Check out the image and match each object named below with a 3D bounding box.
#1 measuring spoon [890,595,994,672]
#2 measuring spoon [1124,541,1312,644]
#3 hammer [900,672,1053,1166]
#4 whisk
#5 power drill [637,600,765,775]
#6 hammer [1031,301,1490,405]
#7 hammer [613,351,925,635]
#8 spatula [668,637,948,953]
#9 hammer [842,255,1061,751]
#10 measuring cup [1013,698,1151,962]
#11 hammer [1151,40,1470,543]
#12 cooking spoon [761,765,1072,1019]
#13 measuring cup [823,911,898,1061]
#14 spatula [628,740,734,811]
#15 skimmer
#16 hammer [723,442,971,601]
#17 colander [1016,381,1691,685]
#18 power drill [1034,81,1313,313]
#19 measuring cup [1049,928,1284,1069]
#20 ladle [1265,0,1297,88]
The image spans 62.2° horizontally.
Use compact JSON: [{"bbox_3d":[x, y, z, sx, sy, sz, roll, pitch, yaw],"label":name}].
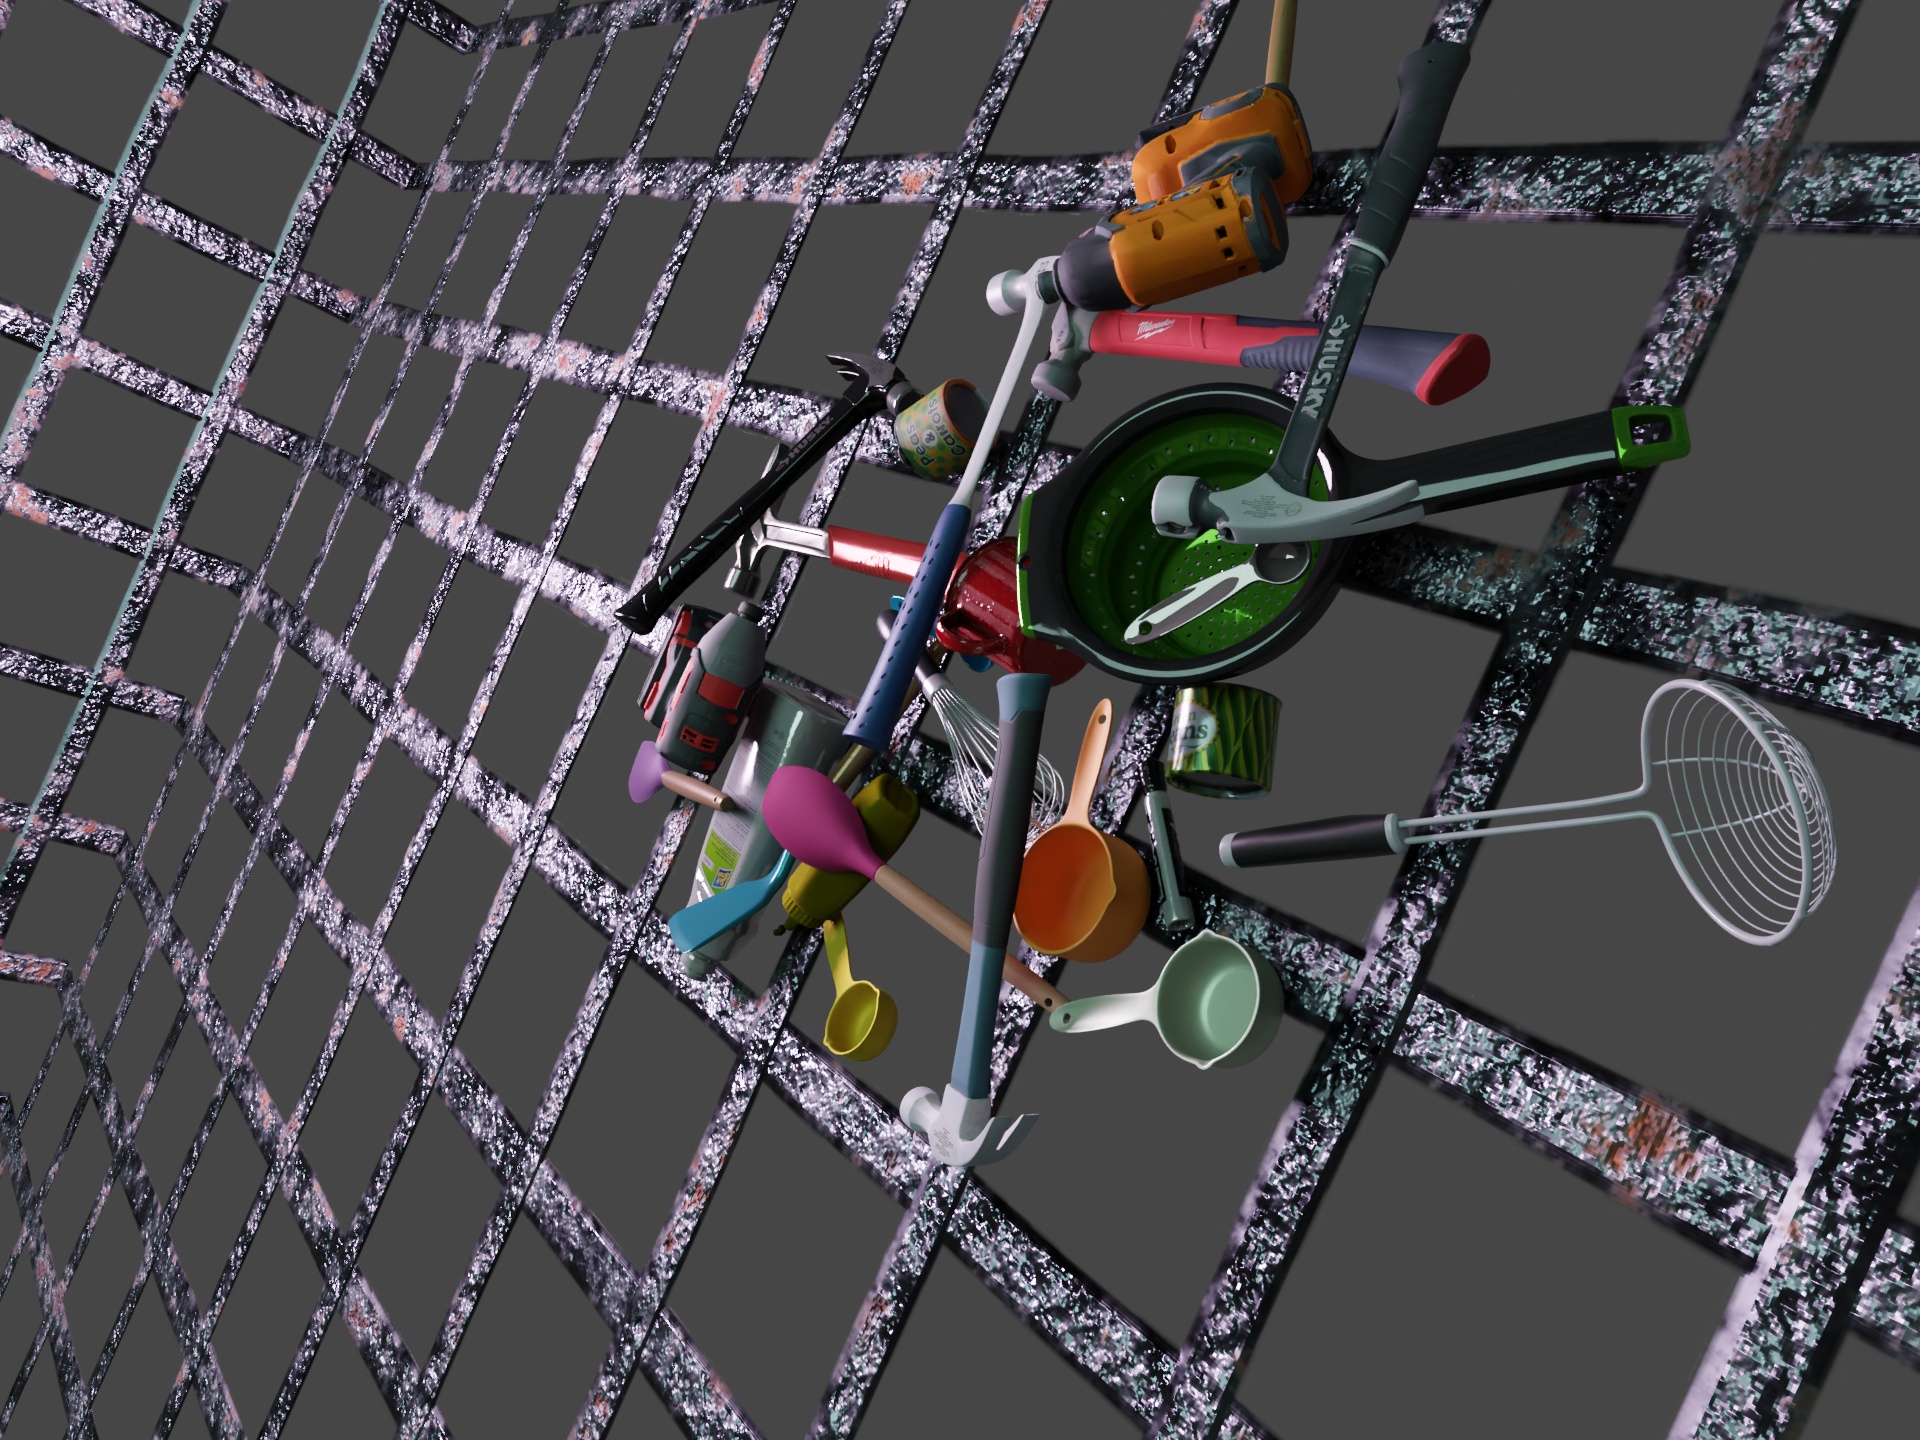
[{"bbox_3d":[-0.010,-0.075,1.242,0.129,0.021,0.042,31,130,43],"label":"measuring spoon"},{"bbox_3d":[0.151,-0.074,0.933,0.124,0.018,0.034,-28,63,25],"label":"measuring spoon"},{"bbox_3d":[0.020,0.131,1.034,0.128,0.033,0.331,20,104,60],"label":"hammer"},{"bbox_3d":[-0.002,-0.004,1.170,0.070,0.070,0.285,-53,43,16],"label":"whisk"},{"bbox_3d":[-0.214,-0.038,1.358,0.143,0.078,0.220,-66,16,1],"label":"power drill"},{"bbox_3d":[0.203,-0.277,1.104,0.387,0.038,0.143,22,88,51],"label":"hammer"},{"bbox_3d":[-0.182,-0.200,1.419,0.335,0.035,0.146,-44,40,1],"label":"hammer"},{"bbox_3d":[-0.113,0.056,1.250,0.317,0.044,0.082,-53,22,-2],"label":"spatula"},{"bbox_3d":[0.005,-0.169,1.193,0.144,0.035,0.405,5,71,58],"label":"hammer"},{"bbox_3d":[0.092,0.075,1.048,0.095,0.052,0.174,-2,69,48],"label":"measuring cup"},{"bbox_3d":[0.249,-0.272,0.970,0.149,0.036,0.409,9,62,30],"label":"hammer"},{"bbox_3d":[-0.039,0.121,1.133,0.319,0.017,0.068,32,106,34],"label":"cooking spoon"},{"bbox_3d":[-0.080,0.195,1.208,0.062,0.029,0.157,-45,32,17],"label":"measuring cup"},{"bbox_3d":[-0.253,0.057,1.416,0.316,0.018,0.060,9,80,65],"label":"spatula"},{"bbox_3d":[0.266,0.060,0.829,0.363,0.090,0.127,-12,95,47],"label":"skimmer"},{"bbox_3d":[-0.085,-0.154,1.366,0.359,0.036,0.149,18,86,51],"label":"hammer"},{"bbox_3d":[0.231,-0.115,0.970,0.397,0.094,0.205,-10,65,26],"label":"colander"},{"bbox_3d":[0.147,-0.343,1.066,0.164,0.084,0.227,-11,31,28],"label":"power drill"},{"bbox_3d":[0.125,0.178,0.972,0.167,0.038,0.083,-19,59,44],"label":"measuring cup"},{"bbox_3d":[0.245,-0.542,1.193,0.069,0.031,0.315,-8,68,49],"label":"ladle"}]
